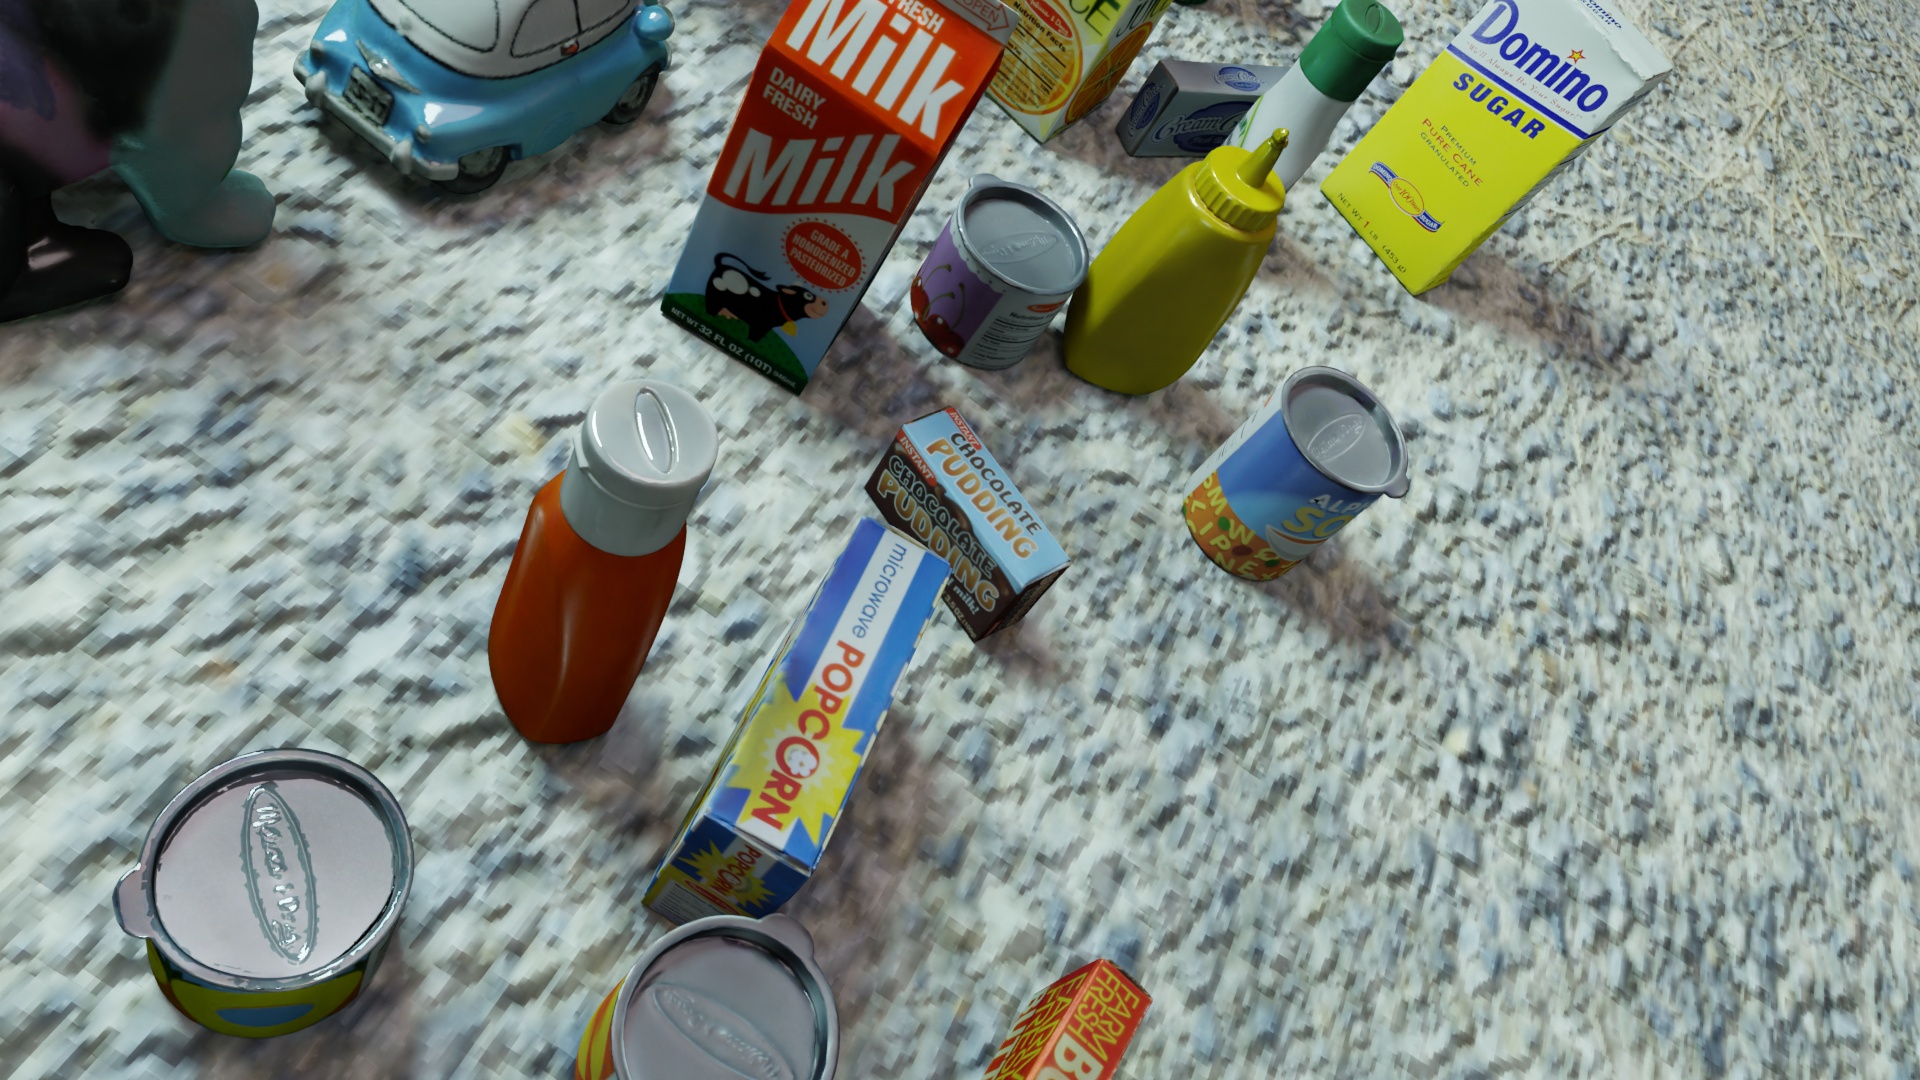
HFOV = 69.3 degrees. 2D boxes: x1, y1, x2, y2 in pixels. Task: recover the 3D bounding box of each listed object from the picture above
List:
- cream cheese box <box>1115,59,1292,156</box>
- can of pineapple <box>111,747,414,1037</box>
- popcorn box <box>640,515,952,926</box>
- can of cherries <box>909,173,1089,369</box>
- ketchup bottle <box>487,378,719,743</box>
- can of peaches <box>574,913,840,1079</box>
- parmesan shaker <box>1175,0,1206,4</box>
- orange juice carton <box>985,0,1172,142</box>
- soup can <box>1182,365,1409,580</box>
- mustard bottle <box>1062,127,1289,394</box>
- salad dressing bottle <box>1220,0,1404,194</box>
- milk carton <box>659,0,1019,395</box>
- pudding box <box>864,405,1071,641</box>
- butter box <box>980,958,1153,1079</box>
[{"bbox_3d":[0.144,-0.245,0.793,0.104,0.053,0.024,-10,65,-32],"label":"cream cheese box"},{"bbox_3d":[-0.192,0.099,0.386,0.071,0.057,0.071,14,54,-20],"label":"can of pineapple"},{"bbox_3d":[-0.053,0.063,0.465,0.038,0.084,0.127,31,50,-7],"label":"popcorn box"},{"bbox_3d":[0.016,-0.124,0.642,0.071,0.058,0.072,14,54,-20],"label":"can of cherries"},{"bbox_3d":[-0.113,0.007,0.429,0.043,0.148,0.065,-5,62,-30],"label":"ketchup bottle"},{"bbox_3d":[-0.075,0.151,0.413,0.071,0.057,0.071,14,54,-20],"label":"can of peaches"},{"bbox_3d":[0.156,-0.400,0.869,0.071,0.102,0.071,14,54,-20],"label":"parmesan shaker"},{"bbox_3d":[0.077,-0.303,0.705,0.073,0.191,0.072,44,50,4],"label":"orange juice carton"},{"bbox_3d":[0.152,-0.027,0.634,0.071,0.083,0.072,14,54,-20],"label":"soup can"},{"bbox_3d":[0.103,-0.129,0.625,0.065,0.159,0.049,16,54,-18],"label":"mustard bottle"},{"bbox_3d":[0.171,-0.216,0.727,0.044,0.147,0.064,30,50,-7],"label":"salad dressing bottle"},{"bbox_3d":[-0.047,-0.150,0.540,0.072,0.189,0.074,31,50,-7],"label":"milk carton"},{"bbox_3d":[0.002,-0.007,0.564,0.030,0.049,0.084,-26,74,-37],"label":"pudding box"},{"bbox_3d":[0.019,0.185,0.444,0.024,0.053,0.104,41,50,2],"label":"butter box"}]
